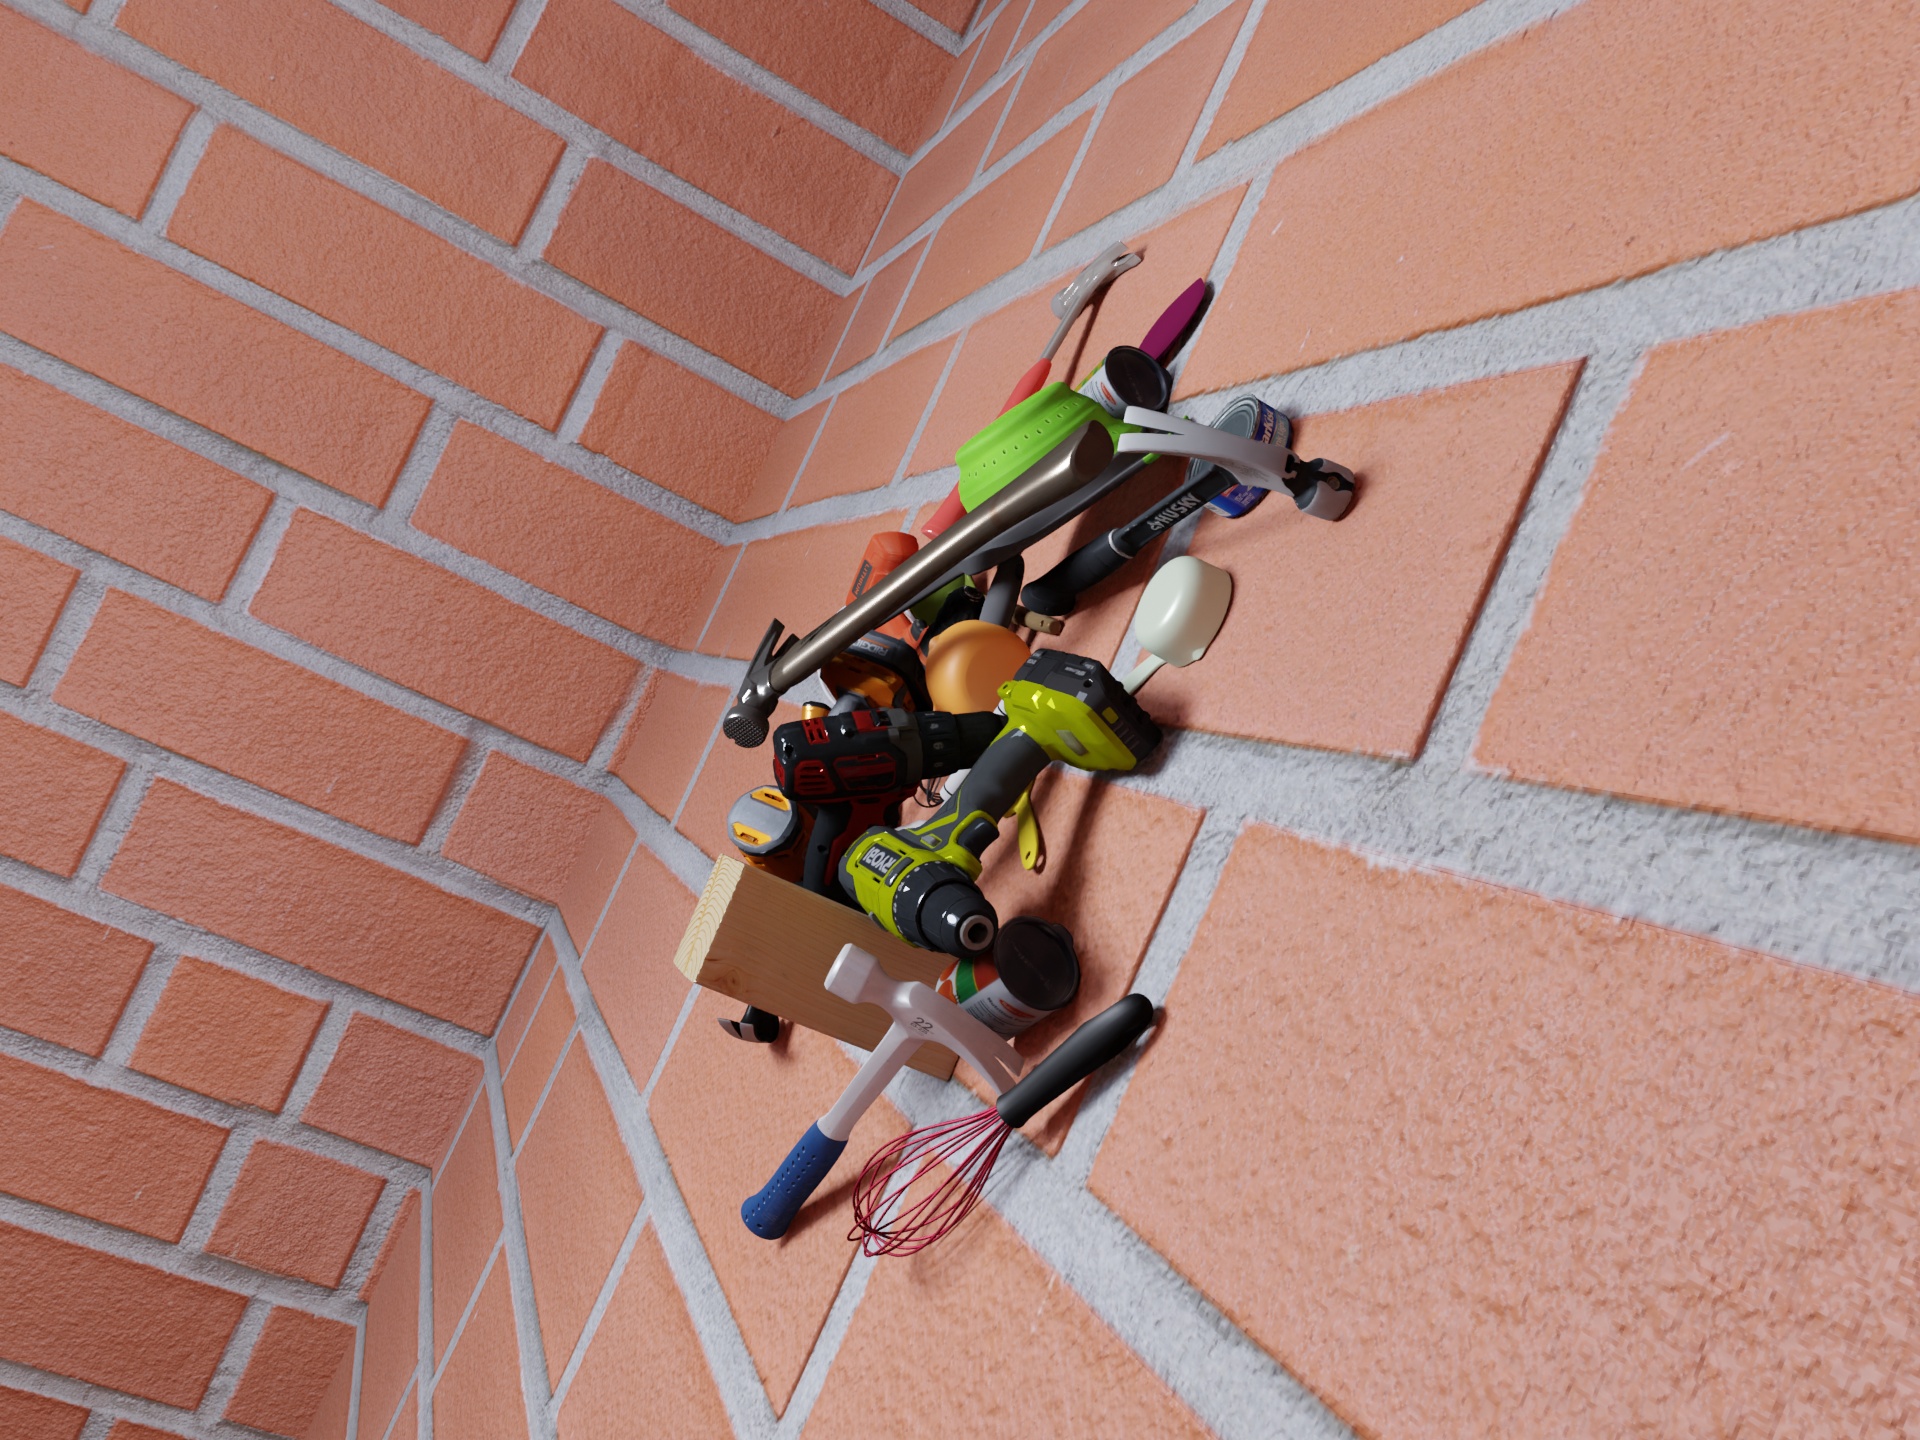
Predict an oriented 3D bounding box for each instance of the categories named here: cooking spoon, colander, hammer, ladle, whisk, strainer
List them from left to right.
[{"bbox_3d":[-0.172,0.142,1.544,0.127,0.034,0.337,69,-150,-75],"label":"hammer"},{"bbox_3d":[-0.085,0.300,1.169,0.035,0.144,0.405,-61,2,-42],"label":"hammer"},{"bbox_3d":[-0.038,-0.120,1.272,0.410,0.038,0.146,-33,27,34],"label":"hammer"},{"bbox_3d":[-0.013,0.066,1.347,0.258,0.050,0.087,-56,-1,27],"label":"strainer"},{"bbox_3d":[0.004,-0.181,1.361,0.397,0.094,0.204,-29,11,33],"label":"colander"},{"bbox_3d":[0.010,-0.035,1.399,0.239,0.055,0.055,-71,18,0],"label":"whisk"},{"bbox_3d":[0.019,-0.110,1.498,0.320,0.062,0.078,-150,73,-69],"label":"ladle"},{"bbox_3d":[0.020,0.257,1.006,0.295,0.073,0.073,-46,25,30],"label":"whisk"},{"bbox_3d":[0.064,-0.325,1.612,0.359,0.036,0.149,-60,16,-18],"label":"hammer"},{"bbox_3d":[0.130,-0.272,1.468,0.318,0.017,0.069,-52,21,30],"label":"cooking spoon"},{"bbox_3d":[0.122,-0.135,1.170,0.409,0.149,0.036,152,134,-71],"label":"hammer"}]

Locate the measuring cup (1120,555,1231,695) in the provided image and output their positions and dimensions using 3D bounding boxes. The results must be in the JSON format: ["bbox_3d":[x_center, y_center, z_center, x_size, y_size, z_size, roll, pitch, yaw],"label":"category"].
[{"bbox_3d":[0.129,-0.054,1.146,0.167,0.038,0.083,-47,25,39],"label":"measuring cup"}]

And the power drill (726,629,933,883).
[{"bbox_3d":[-0.107,0.050,1.380,0.226,0.084,0.164,-60,-25,-21],"label":"power drill"}]

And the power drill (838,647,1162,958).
[{"bbox_3d":[0.028,0.062,1.093,0.228,0.080,0.191,-47,22,-10],"label":"power drill"}]

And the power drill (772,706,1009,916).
[{"bbox_3d":[-0.052,0.087,1.249,0.080,0.188,0.226,-116,24,-52],"label":"power drill"}]

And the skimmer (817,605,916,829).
[{"bbox_3d":[-0.090,0.020,1.565,0.127,0.090,0.364,-23,36,18],"label":"skimmer"}]

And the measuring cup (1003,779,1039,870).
[{"bbox_3d":[0.039,0.069,1.241,0.062,0.029,0.157,-57,17,20],"label":"measuring cup"}]

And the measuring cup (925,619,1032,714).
[{"bbox_3d":[-0.002,-0.004,1.340,0.173,0.095,0.052,-58,26,-9],"label":"measuring cup"}]
